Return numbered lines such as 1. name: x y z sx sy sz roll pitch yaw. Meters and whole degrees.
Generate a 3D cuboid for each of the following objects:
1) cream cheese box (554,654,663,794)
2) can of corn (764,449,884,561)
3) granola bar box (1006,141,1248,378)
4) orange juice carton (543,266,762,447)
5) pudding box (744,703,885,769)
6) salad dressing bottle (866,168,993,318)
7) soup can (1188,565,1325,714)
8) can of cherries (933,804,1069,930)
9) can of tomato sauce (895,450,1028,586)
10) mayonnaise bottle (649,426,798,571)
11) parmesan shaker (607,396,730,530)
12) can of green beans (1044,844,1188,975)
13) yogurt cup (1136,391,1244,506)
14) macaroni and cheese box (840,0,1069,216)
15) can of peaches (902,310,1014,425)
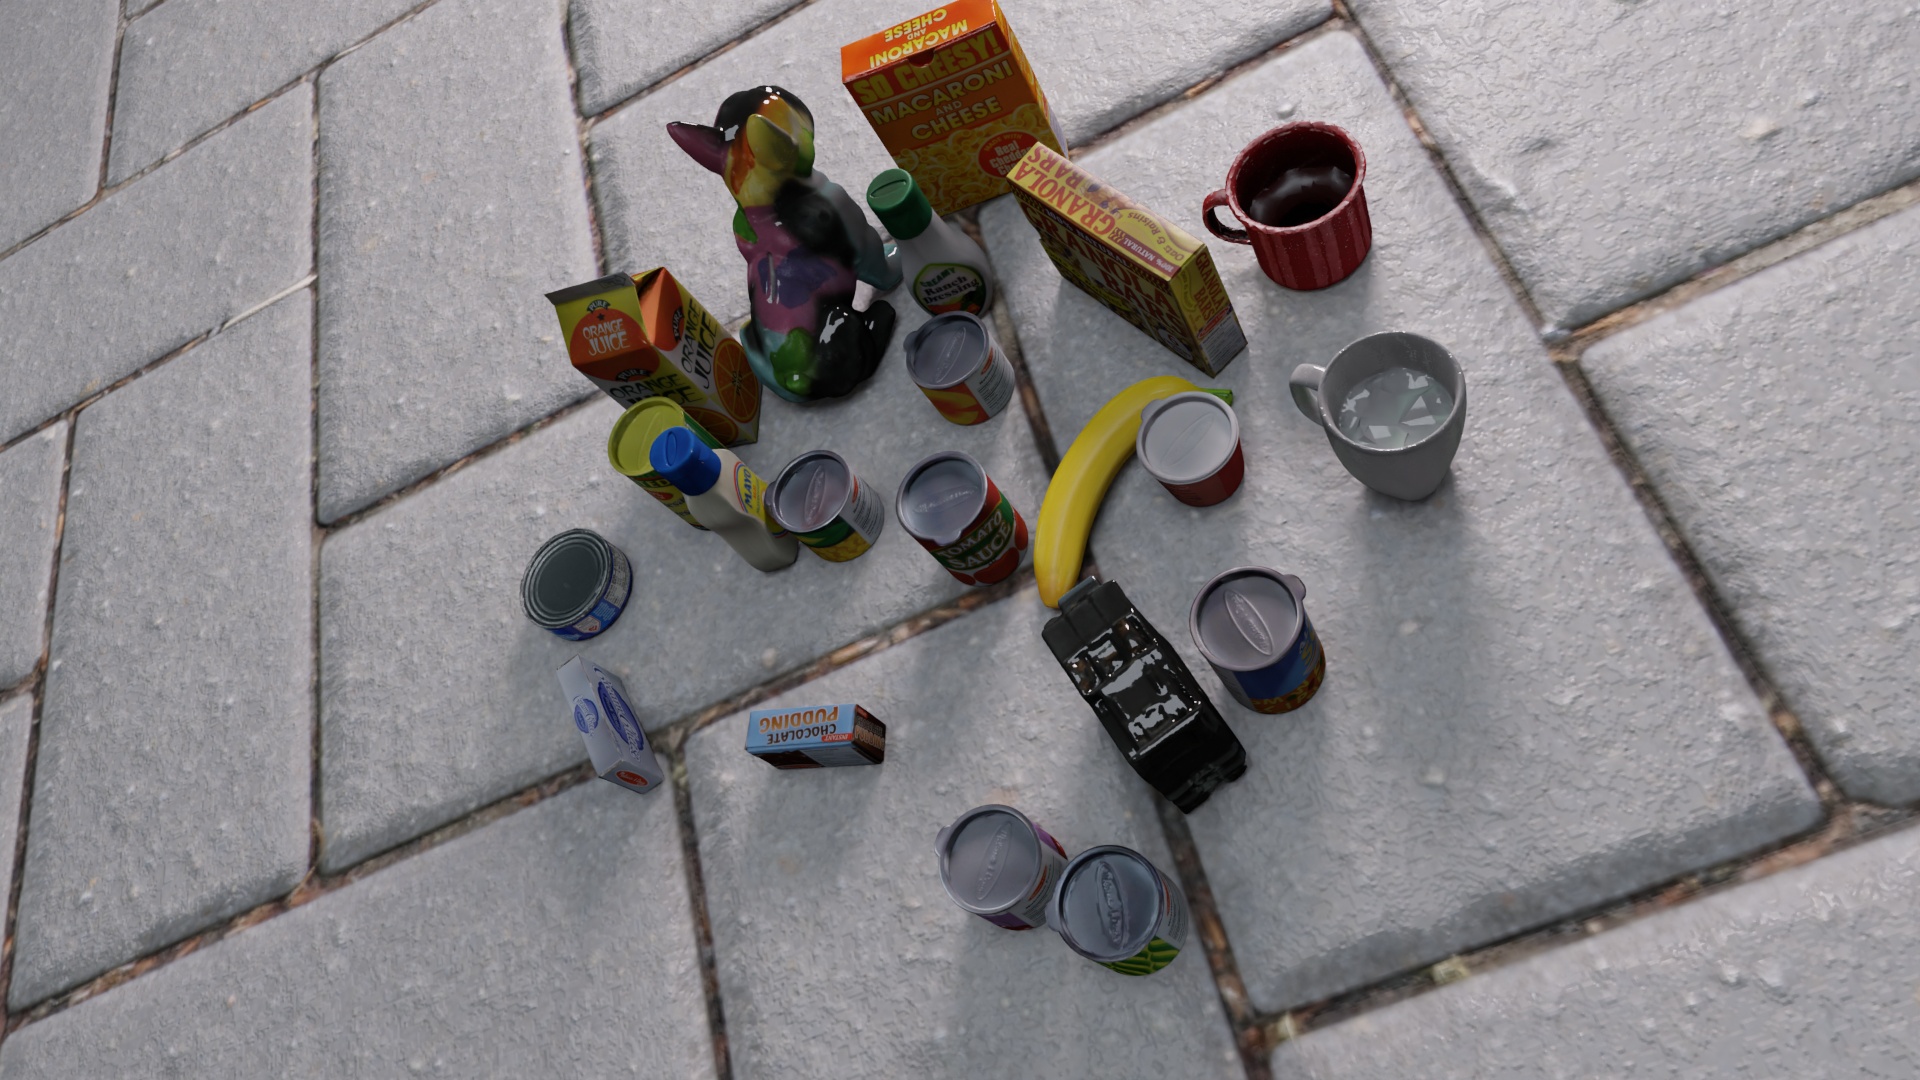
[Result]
1. cream cheese box: -0.258 0.135 1.018 0.024 0.053 0.104 -37 56 4
2. can of corn: -0.099 -0.024 1.023 0.071 0.058 0.071 -10 62 20
3. granola bar box: 0.115 -0.195 0.970 0.039 0.124 0.166 -47 56 -2
4. orange juice carton: -0.231 -0.144 1.062 0.072 0.192 0.073 -9 62 21
5. pudding box: -0.099 0.134 0.948 0.083 0.049 0.030 -7 63 21
6. salad dressing bottle: -0.023 -0.216 1.030 0.064 0.147 0.044 -18 60 16
7. soup can: 0.183 0.060 0.835 0.071 0.083 0.071 -10 62 20
8. can of cherries: 0.026 0.200 0.852 0.071 0.058 0.072 -10 62 20
9. can of tomato sauce: 0.003 -0.012 0.954 0.071 0.083 0.071 -10 62 20
10. mayonnaise bottle: -0.168 -0.032 1.004 0.041 0.147 0.065 -17 60 17
11. parmesan shaker: -0.210 -0.056 1.062 0.071 0.103 0.071 -10 62 20
12. can of green beans: 0.094 0.217 0.813 0.071 0.057 0.071 -10 62 20
13. yogurt cup: 0.157 -0.058 0.924 0.072 0.054 0.072 -10 62 20
14. macaroni and cheese box: 0.000 -0.328 1.064 0.123 0.166 0.040 -16 60 17
15. can of peaches: -0.001 -0.127 1.030 0.071 0.058 0.071 -10 62 20
